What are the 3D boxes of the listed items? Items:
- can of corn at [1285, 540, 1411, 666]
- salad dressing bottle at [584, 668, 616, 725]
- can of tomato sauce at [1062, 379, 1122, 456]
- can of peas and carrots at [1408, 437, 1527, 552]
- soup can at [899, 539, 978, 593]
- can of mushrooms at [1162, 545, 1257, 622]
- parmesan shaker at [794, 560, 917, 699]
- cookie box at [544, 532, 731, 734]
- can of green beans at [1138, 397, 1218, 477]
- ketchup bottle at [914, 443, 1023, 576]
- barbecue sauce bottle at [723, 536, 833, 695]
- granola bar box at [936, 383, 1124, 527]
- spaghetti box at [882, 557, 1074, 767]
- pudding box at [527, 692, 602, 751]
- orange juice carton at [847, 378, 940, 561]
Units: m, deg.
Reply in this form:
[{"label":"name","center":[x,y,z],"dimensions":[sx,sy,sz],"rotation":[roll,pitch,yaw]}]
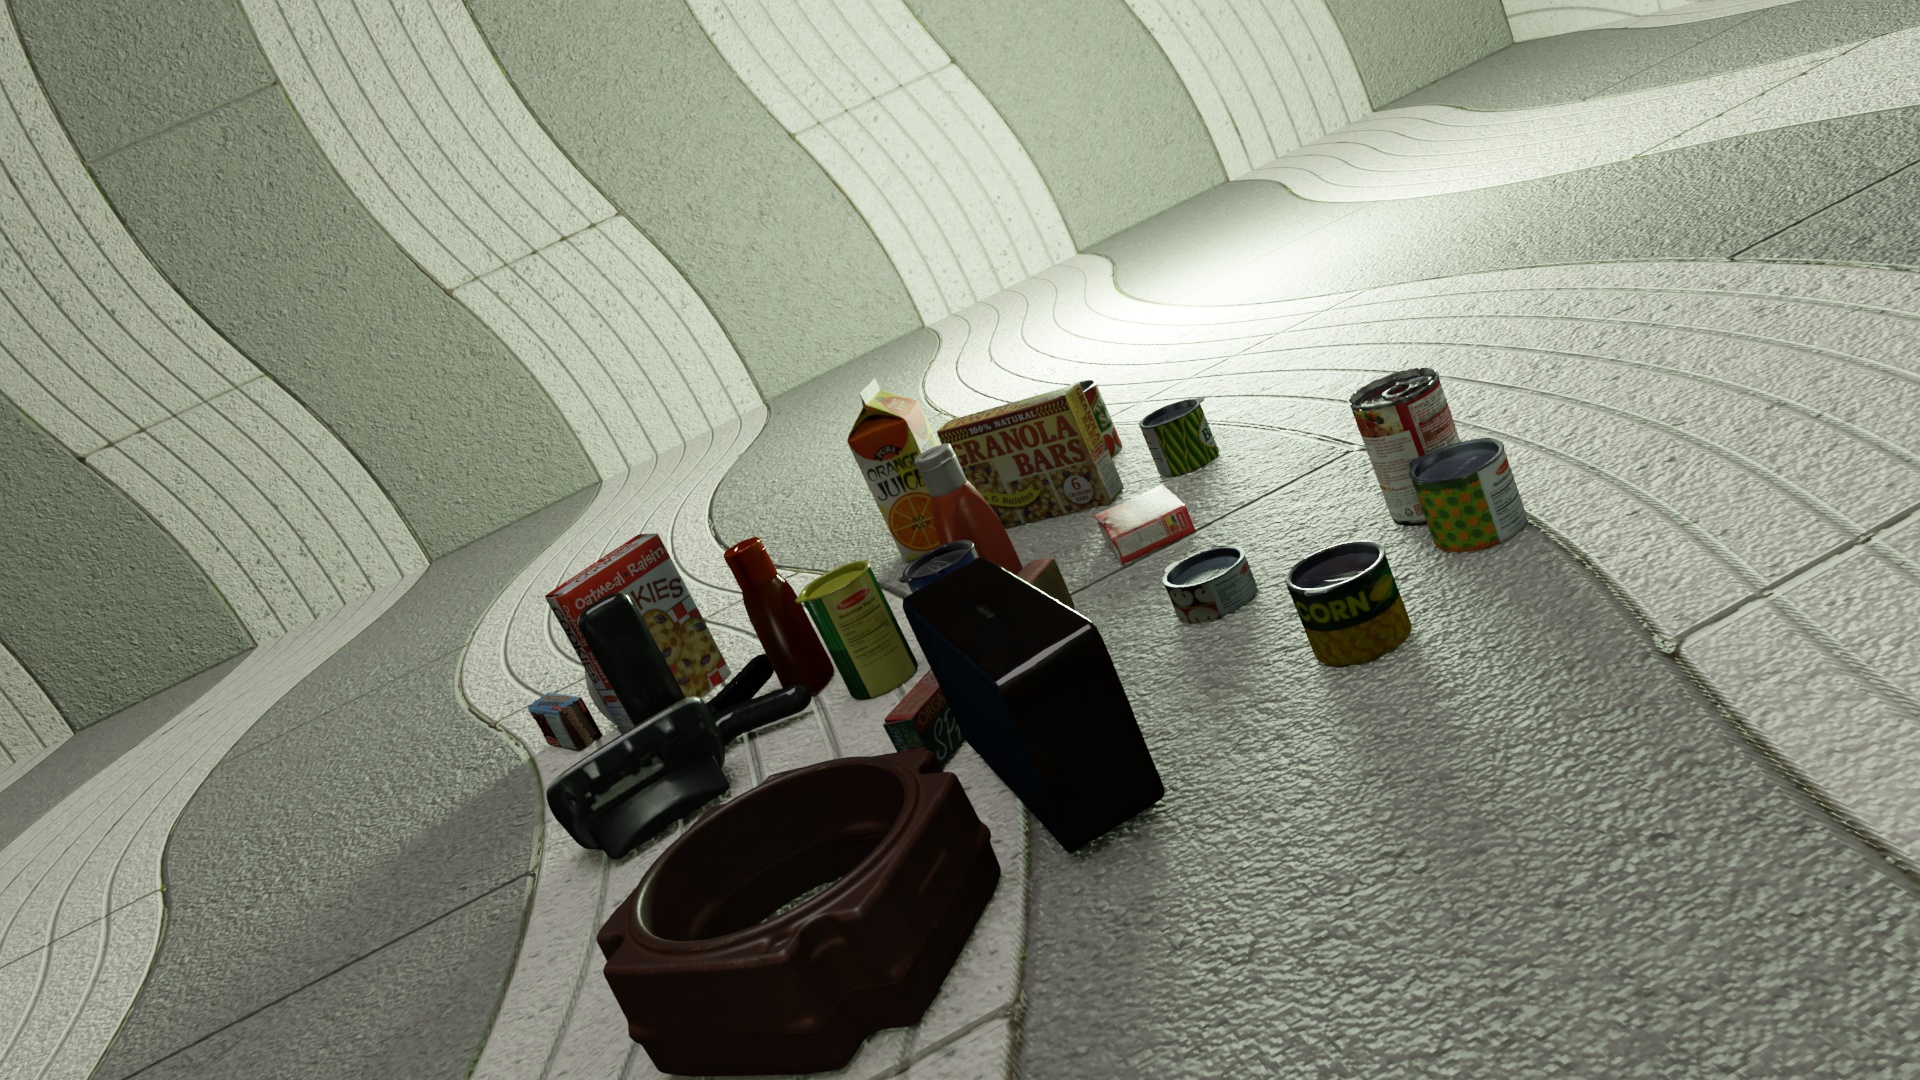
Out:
[{"label":"can of corn","center":[0.252,0.042,0.904],"dimensions":[0.071,0.058,0.071],"rotation":[-23,16,7]},{"label":"salad dressing bottle","center":[-0.355,0.116,1.389],"dimensions":[0.064,0.147,0.044],"rotation":[-27,16,-8]},{"label":"can of tomato sauce","center":[0.140,-0.132,1.571],"dimensions":[0.071,0.083,0.071],"rotation":[-23,16,7]},{"label":"can of peas and carrots","center":[0.357,-0.032,0.983],"dimensions":[0.071,0.058,0.071],"rotation":[-23,16,7]},{"label":"soup can","center":[-0.005,0.053,1.197],"dimensions":[0.071,0.083,0.071],"rotation":[-23,16,7]},{"label":"can of mushrooms","center":[0.190,0.033,1.066],"dimensions":[0.071,0.033,0.071],"rotation":[-23,16,7]},{"label":"parmesan shaker","center":[-0.090,0.079,1.201],"dimensions":[0.071,0.103,0.071],"rotation":[-23,16,7]},{"label":"cookie box","center":[-0.314,0.094,1.364],"dimensions":[0.040,0.167,0.123],"rotation":[-9,22,44]},{"label":"can of green beans","center":[0.222,-0.104,1.410],"dimensions":[0.071,0.057,0.071],"rotation":[-23,16,7]},{"label":"ketchup bottle","center":[0.005,-0.016,1.283],"dimensions":[0.065,0.148,0.043],"rotation":[-33,17,-26]},{"label":"barbecue sauce bottle","center":[-0.166,0.069,1.262],"dimensions":[0.043,0.148,0.065],"rotation":[-20,16,18]},{"label":"granola bar box","center":[0.070,-0.083,1.443],"dimensions":[0.165,0.124,0.039],"rotation":[-13,19,35]},{"label":"spaghetti box","center":[0.021,0.093,1.091],"dimensions":[0.028,0.050,0.251],"rotation":[-13,20,36]},{"label":"pudding box","center":[-0.406,0.185,1.422],"dimensions":[0.030,0.049,0.083],"rotation":[-36,19,-34]},{"label":"orange juice carton","center":[-0.061,-0.082,1.508],"dimensions":[0.073,0.192,0.072],"rotation":[-20,16,18]}]
